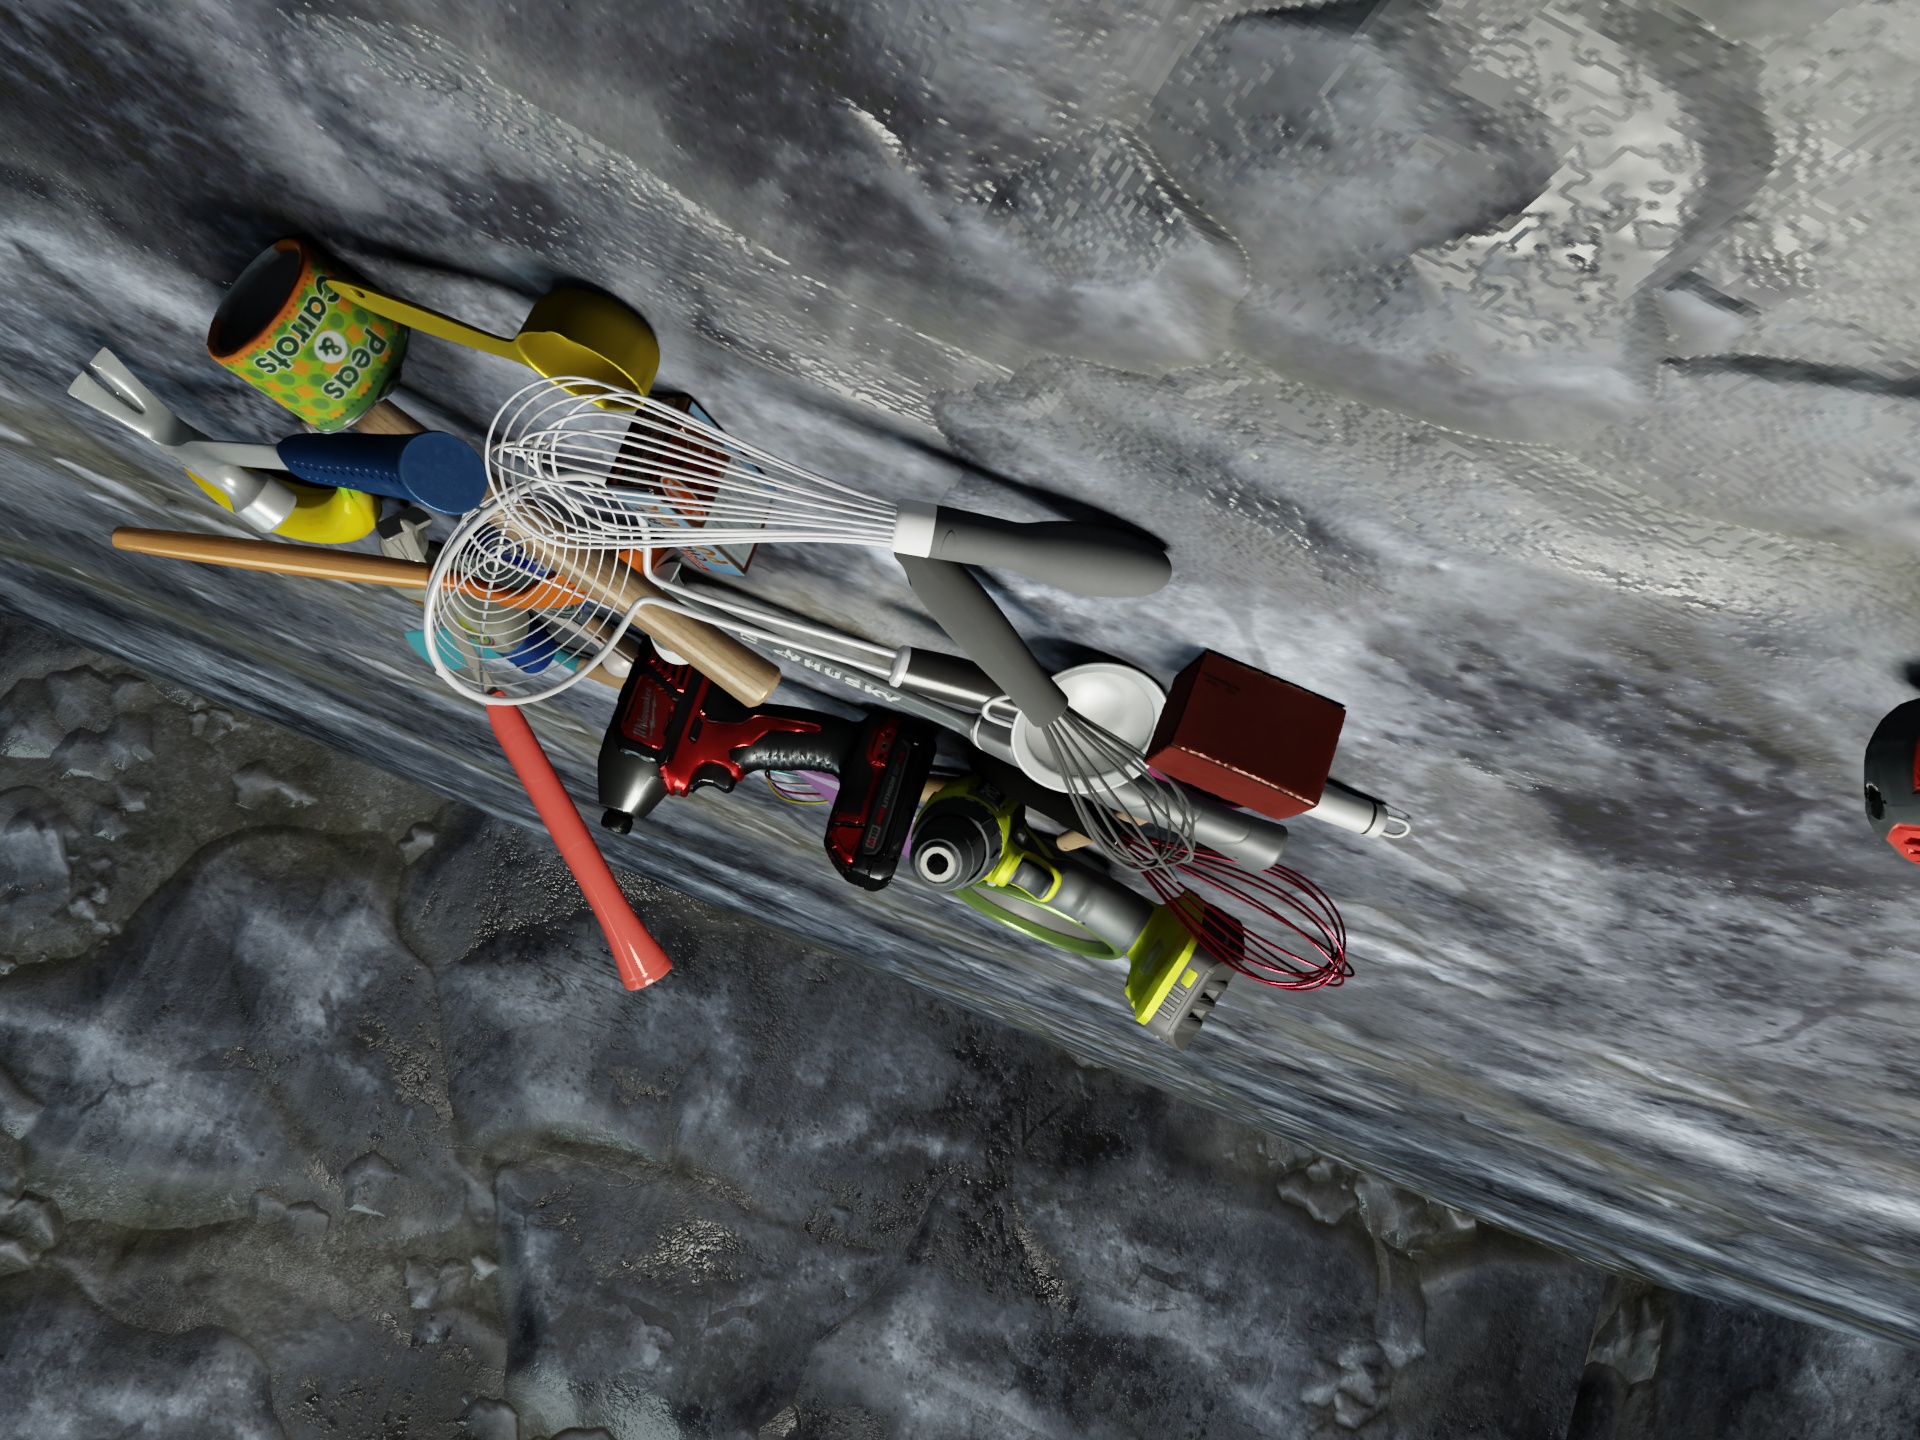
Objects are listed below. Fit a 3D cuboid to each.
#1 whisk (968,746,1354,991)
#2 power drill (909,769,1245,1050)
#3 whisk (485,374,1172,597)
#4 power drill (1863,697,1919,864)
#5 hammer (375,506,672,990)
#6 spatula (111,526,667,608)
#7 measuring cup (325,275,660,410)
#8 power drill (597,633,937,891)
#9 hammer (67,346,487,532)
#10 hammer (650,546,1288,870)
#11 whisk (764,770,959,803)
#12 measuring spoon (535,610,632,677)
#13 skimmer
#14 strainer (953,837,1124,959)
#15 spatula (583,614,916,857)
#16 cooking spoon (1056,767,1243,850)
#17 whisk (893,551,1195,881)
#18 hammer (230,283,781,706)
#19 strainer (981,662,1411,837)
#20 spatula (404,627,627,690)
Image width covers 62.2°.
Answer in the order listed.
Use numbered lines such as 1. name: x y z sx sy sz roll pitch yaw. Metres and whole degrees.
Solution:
1. whisk: 0.119 0.085 1.006 0.296 0.073 0.073 30 171 30
2. power drill: 0.070 0.118 1.051 0.228 0.080 0.190 32 -170 4
3. whisk: -0.051 -0.084 0.652 0.284 0.070 0.070 10 166 -7
4. power drill: 0.430 0.055 0.500 0.226 0.080 0.188 32 162 -25
5. hammer: -0.289 0.025 1.066 0.359 0.036 0.149 64 163 -14
6. spatula: -0.333 -0.096 0.933 0.322 0.041 0.081 7 170 -1
7. measuring cup: -0.196 -0.171 0.667 0.156 0.029 0.062 21 166 14
8. power drill: -0.138 0.036 1.096 0.219 0.143 0.078 20 168 -1
9. hammer: -0.362 -0.143 0.849 0.406 0.035 0.143 13 157 49
10. hammer: -0.001 -0.003 0.940 0.409 0.036 0.149 22 162 3
11. whisk: -0.065 0.044 1.227 0.245 0.047 0.051 4 156 37
12. measuring spoon: -0.293 -0.063 1.200 0.034 0.018 0.124 5 158 47
13. skimmer: -0.085 -0.032 0.817 0.363 0.127 0.090 15 -158 -17
14. strainer: 0.108 0.137 1.249 0.256 0.069 0.151 4 155 47
15. spatula: -0.144 0.015 1.188 0.315 0.018 0.060 35 145 -15
16. cooking spoon: 0.119 0.063 1.069 0.068 0.017 0.319 24 164 -9
17. whisk: 0.044 -0.004 0.792 0.238 0.055 0.055 49 155 -23
18. hammer: -0.238 -0.109 0.850 0.331 0.031 0.130 36 165 -18
19. strainer: 0.131 0.021 0.863 0.258 0.050 0.086 19 122 -12
20. spatula: -0.284 -0.026 1.272 0.317 0.044 0.082 18 161 9
